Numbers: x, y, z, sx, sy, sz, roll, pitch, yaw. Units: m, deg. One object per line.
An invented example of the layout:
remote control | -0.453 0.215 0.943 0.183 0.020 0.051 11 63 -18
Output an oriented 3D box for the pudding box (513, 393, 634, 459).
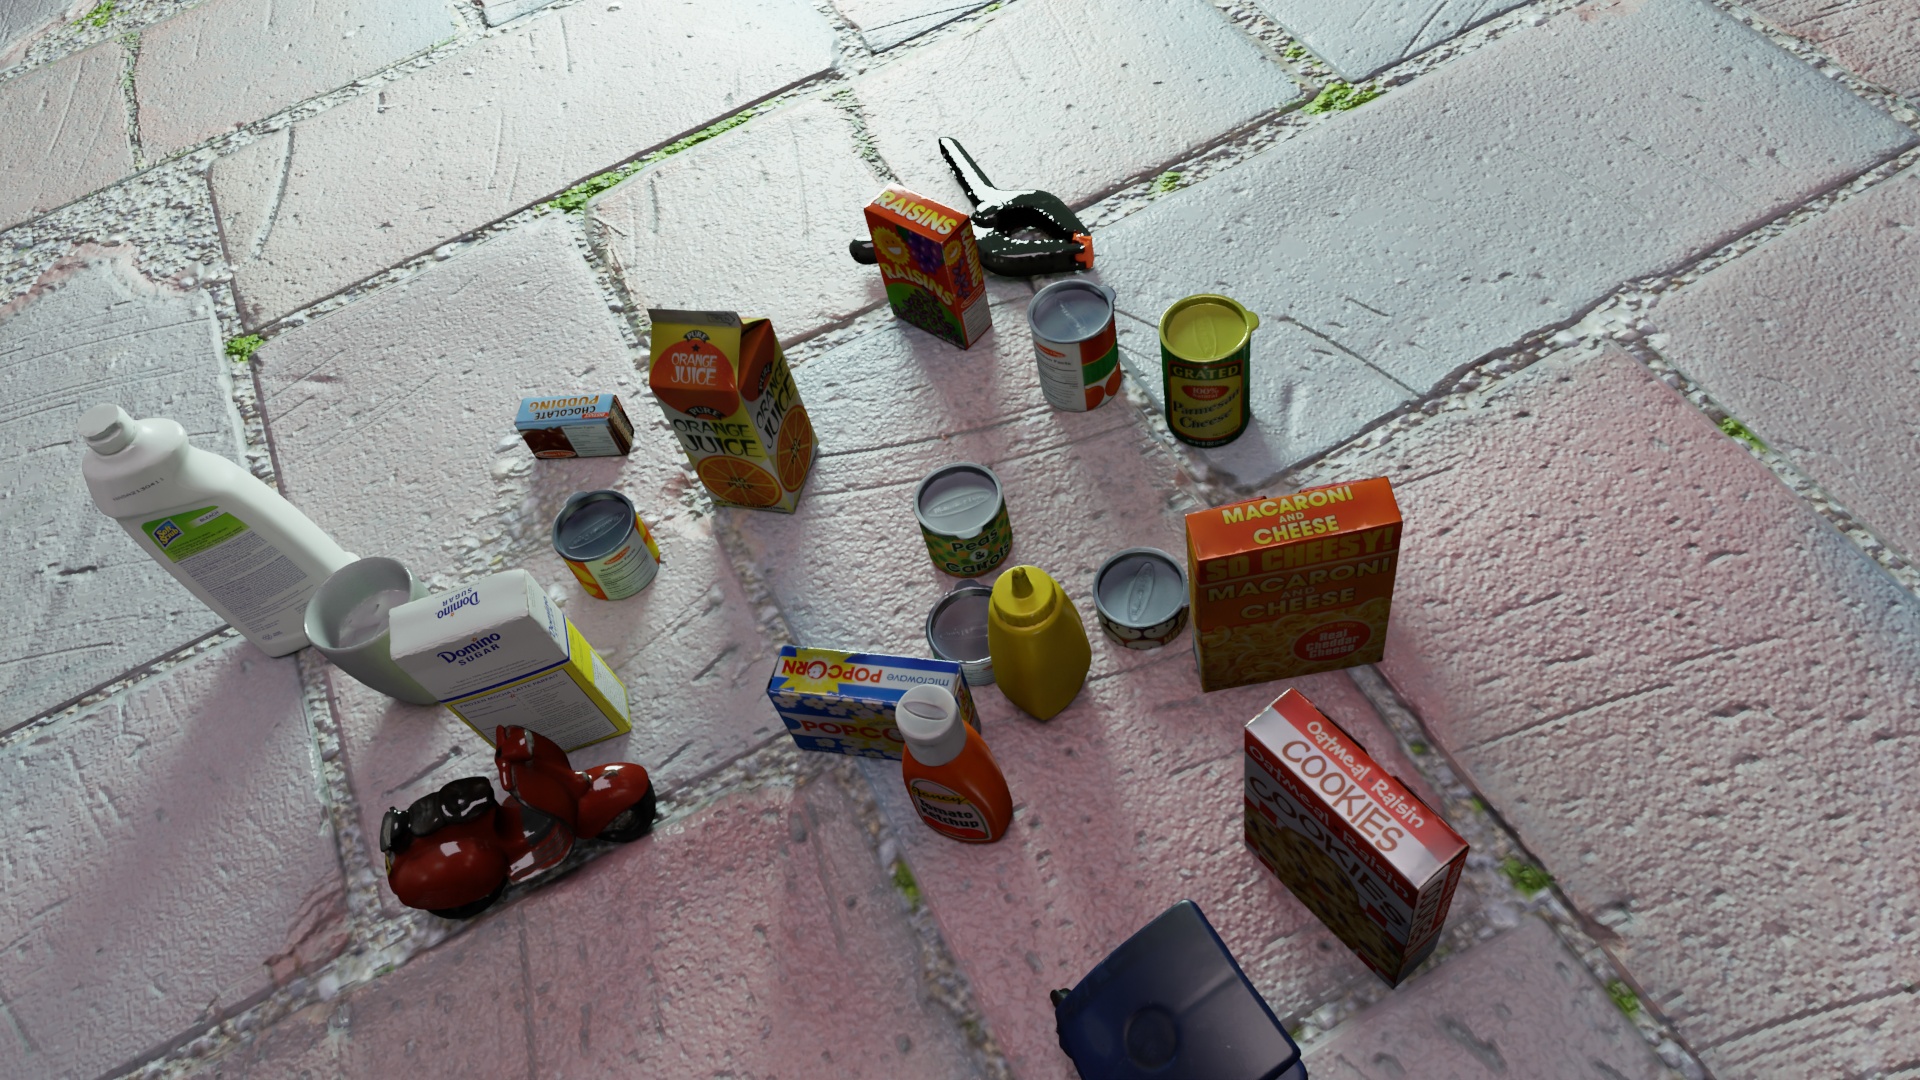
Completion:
pudding box | -0.319 -0.094 1.148 0.084 0.049 0.030 -2 55 10

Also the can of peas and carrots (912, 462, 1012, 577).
can of peas and carrots | 0.004 -0.013 1.020 0.071 0.058 0.071 -5 55 8

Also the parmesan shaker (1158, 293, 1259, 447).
parmesan shaker | 0.186 -0.125 1.035 0.071 0.102 0.071 -5 55 8

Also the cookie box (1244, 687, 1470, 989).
cookie box | 0.216 0.170 0.782 0.040 0.166 0.123 -37 56 -14

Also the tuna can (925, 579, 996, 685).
tuna can | 0.010 0.065 0.980 0.071 0.032 0.071 -5 55 8

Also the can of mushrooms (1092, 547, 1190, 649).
can of mushrooms | 0.129 0.041 0.972 0.071 0.033 0.071 -5 55 8

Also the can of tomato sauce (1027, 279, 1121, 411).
can of tomato sauce | 0.092 -0.152 1.086 0.071 0.082 0.071 -5 55 8

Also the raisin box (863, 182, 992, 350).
raisin box | -0.025 -0.223 1.134 0.086 0.122 0.040 31 66 28

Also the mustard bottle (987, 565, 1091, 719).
mustard bottle | 0.048 0.057 0.899 0.049 0.159 0.065 32 67 29

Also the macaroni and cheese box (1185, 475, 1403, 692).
macaroni and cheese box | 0.208 0.031 0.882 0.124 0.165 0.040 -11 54 4

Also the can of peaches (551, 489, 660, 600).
can of peaches | -0.272 0.003 1.065 0.071 0.057 0.071 -5 55 8

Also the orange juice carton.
orange juice carton | -0.171 -0.106 1.038 0.072 0.191 0.073 6 57 16

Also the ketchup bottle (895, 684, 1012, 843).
ketchup bottle | -0.008 0.139 0.860 0.065 0.148 0.044 12 59 19

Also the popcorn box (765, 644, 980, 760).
popcorn box | -0.055 0.112 0.928 0.127 0.084 0.038 4 57 14
